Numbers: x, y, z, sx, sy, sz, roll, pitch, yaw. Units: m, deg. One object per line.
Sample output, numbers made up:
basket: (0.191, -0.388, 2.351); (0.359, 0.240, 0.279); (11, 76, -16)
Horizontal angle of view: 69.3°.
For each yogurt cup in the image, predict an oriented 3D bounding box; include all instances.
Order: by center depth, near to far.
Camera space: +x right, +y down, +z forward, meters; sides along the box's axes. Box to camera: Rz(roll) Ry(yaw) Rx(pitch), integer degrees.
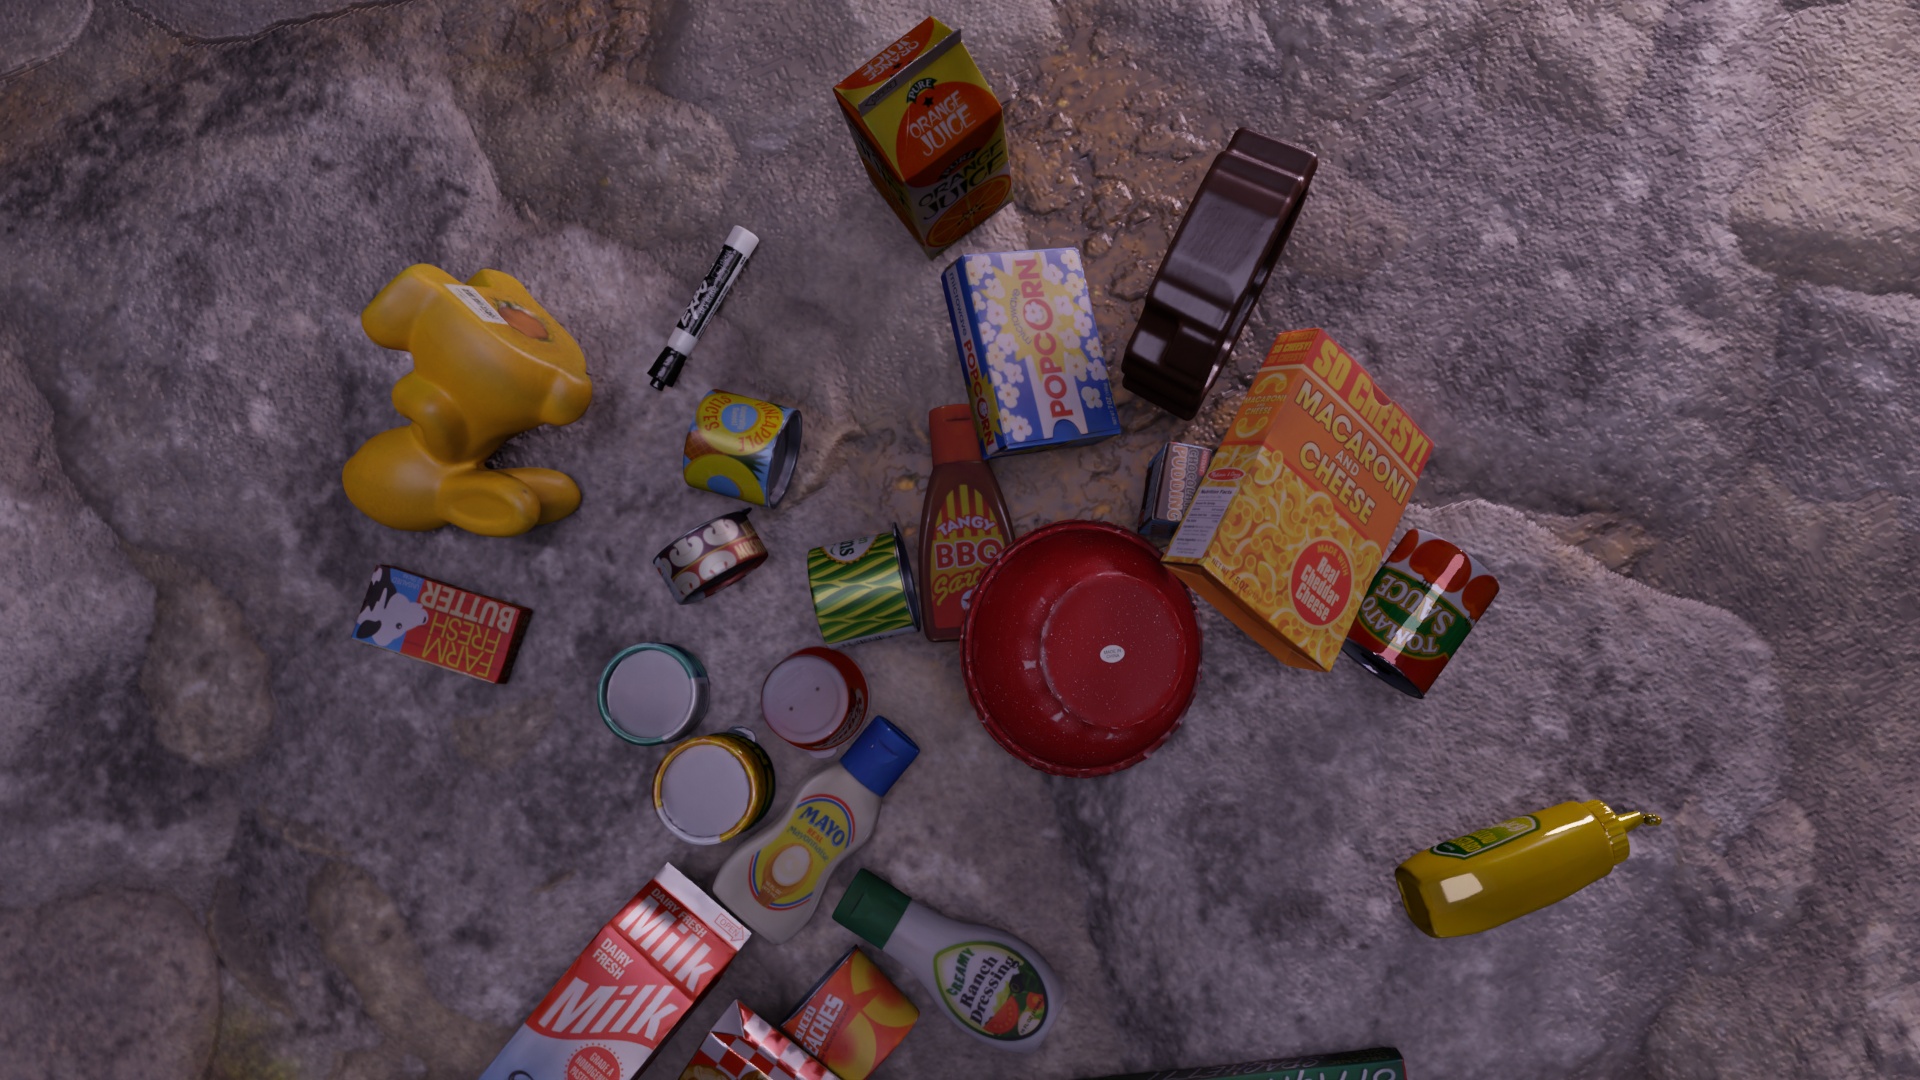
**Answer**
yogurt cup: (-0.094, 0.099, 0.871); (0.072, 0.054, 0.072); (0, 83, 3)

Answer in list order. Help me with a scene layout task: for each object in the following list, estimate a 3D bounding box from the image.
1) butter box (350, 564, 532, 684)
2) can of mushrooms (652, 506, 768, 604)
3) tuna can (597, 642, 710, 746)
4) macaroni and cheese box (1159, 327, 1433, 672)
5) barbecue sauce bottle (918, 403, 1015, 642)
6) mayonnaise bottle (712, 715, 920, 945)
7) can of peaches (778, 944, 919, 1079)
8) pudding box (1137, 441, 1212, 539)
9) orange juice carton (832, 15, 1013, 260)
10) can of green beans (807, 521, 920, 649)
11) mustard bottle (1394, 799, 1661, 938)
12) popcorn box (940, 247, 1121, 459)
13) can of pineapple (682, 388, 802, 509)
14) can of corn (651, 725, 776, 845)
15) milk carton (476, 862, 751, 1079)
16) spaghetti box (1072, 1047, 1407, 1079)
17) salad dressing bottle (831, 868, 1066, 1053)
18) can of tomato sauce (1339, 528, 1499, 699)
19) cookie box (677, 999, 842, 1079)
butter box: (-0.337, 0.055, 0.905); (0.103, 0.024, 0.053); (16, 86, 5)
can of mushrooms: (-0.155, 0.010, 0.878); (0.071, 0.071, 0.033); (-31, 84, 0)
tuna can: (-0.198, 0.097, 0.888); (0.071, 0.033, 0.071); (0, 84, 3)
macaroni and cheese box: (0.206, -0.024, 0.831); (0.123, 0.040, 0.167); (37, 73, -28)
barbecue sauce bottle: (0.003, -0.011, 0.883); (0.065, 0.043, 0.148); (-4, 83, -2)
mayonnaise bottle: (-0.086, 0.177, 0.868); (0.065, 0.041, 0.148); (40, 88, 0)
can of peaches: (-0.067, 0.291, 0.840); (0.058, 0.071, 0.071); (45, 88, 5)
pudding box: (0.131, -0.030, 0.858); (0.030, 0.083, 0.049); (10, 84, 2)
orange juice carton: (-0.020, -0.244, 0.836); (0.072, 0.192, 0.073); (-36, 83, 0)
can of green beans: (-0.060, 0.031, 0.871); (0.058, 0.071, 0.071); (-12, 83, 2)
mustard bottle: (0.345, 0.190, 0.834); (0.160, 0.065, 0.049); (-20, 89, -5)
popcorn box: (0.044, -0.119, 0.879); (0.085, 0.038, 0.127); (-9, 82, -28)
can of pineapple: (-0.138, -0.060, 0.884); (0.058, 0.071, 0.071); (15, 85, 5)
can of corn: (-0.152, 0.152, 0.866); (0.071, 0.058, 0.071); (0, 84, 3)
milk carton: (-0.214, 0.292, 0.847); (0.072, 0.073, 0.190); (38, 87, 6)
spaghetti box: (0.147, 0.348, 0.843); (0.250, 0.028, 0.050); (-7, 84, 3)
salad dressing bottle: (-0.008, 0.256, 0.854); (0.148, 0.044, 0.064); (30, 84, 6)
can of tomato sauce: (0.278, 0.044, 0.848); (0.071, 0.071, 0.083); (37, 87, 6)
cookie box: (-0.130, 0.375, 0.821); (0.123, 0.040, 0.167); (35, 109, 7)
